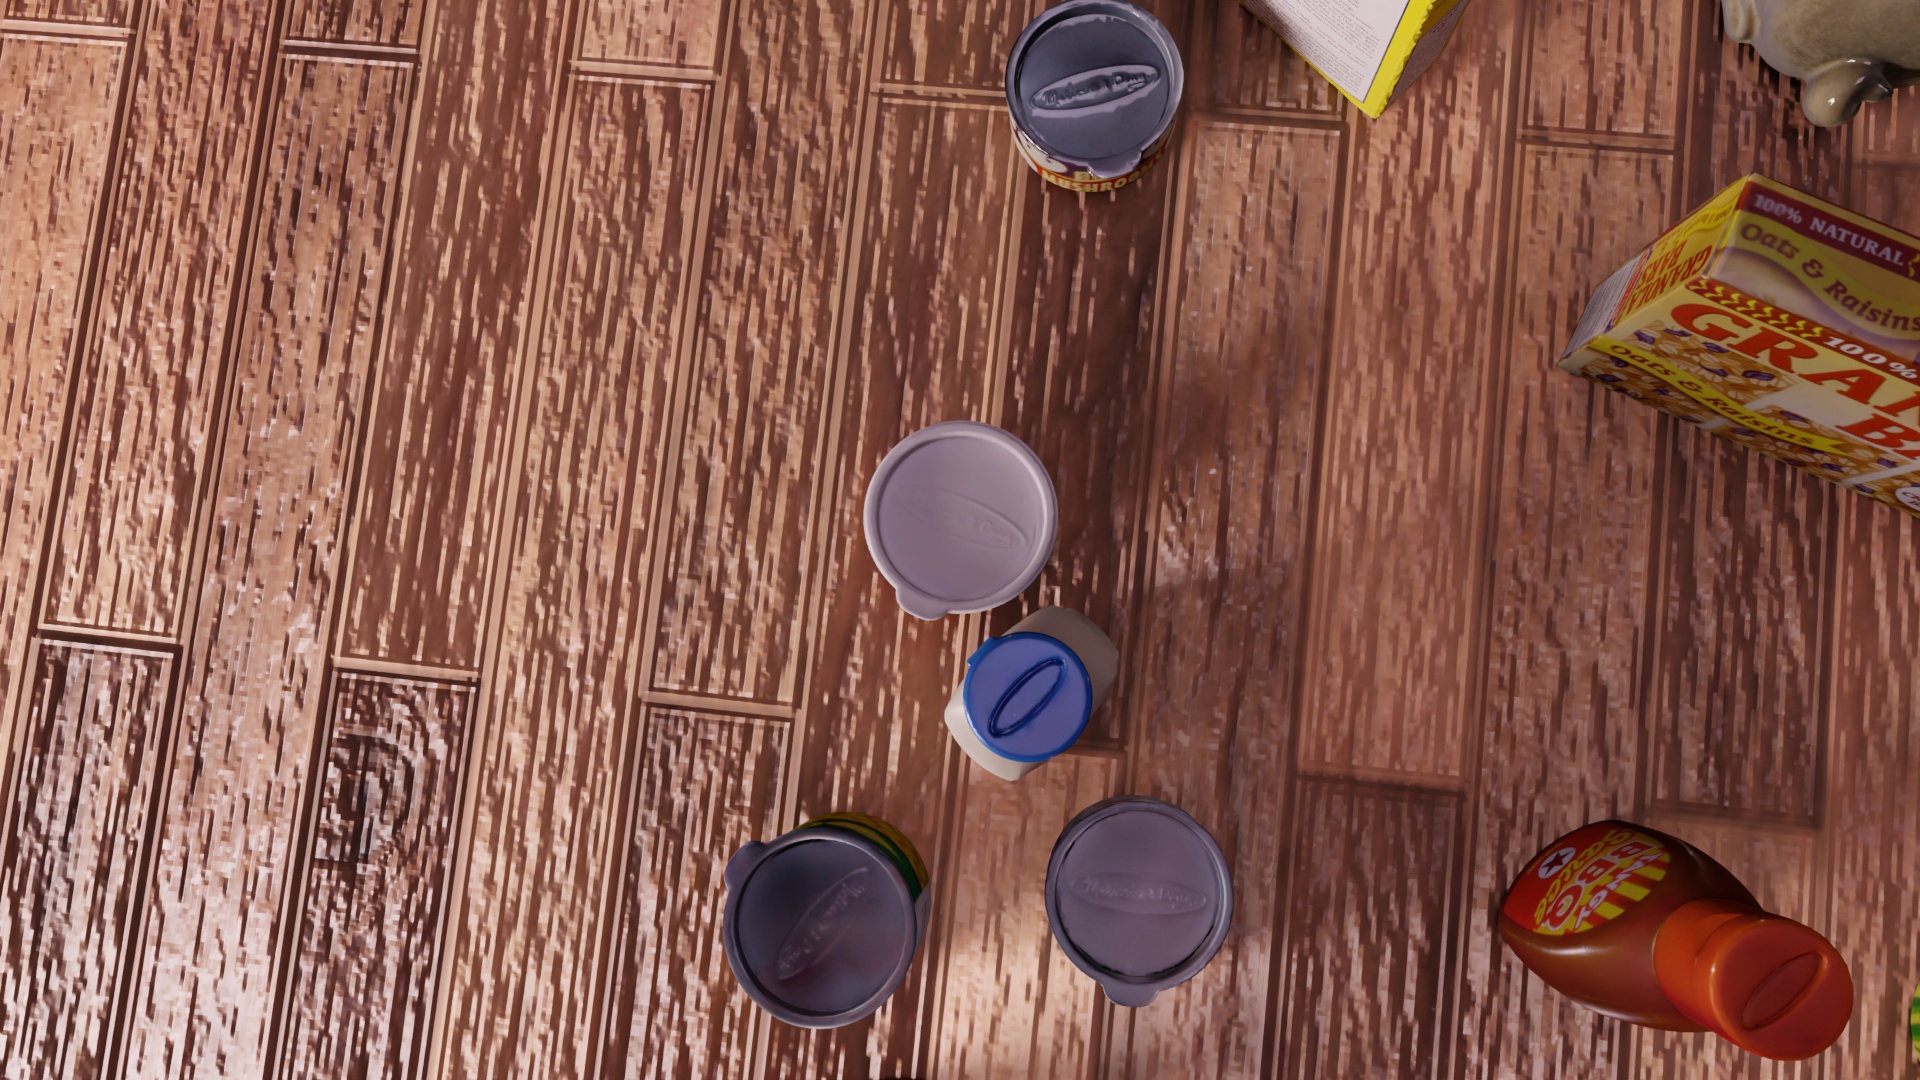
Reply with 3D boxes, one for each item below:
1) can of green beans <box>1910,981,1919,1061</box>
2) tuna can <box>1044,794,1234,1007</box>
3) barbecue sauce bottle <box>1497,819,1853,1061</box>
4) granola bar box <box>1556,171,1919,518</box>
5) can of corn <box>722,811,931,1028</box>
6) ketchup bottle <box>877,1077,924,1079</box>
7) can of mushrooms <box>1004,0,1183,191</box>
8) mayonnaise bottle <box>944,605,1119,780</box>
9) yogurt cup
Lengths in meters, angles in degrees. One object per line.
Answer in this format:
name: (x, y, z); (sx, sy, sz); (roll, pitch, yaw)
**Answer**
can of green beans: (0.365, 0.169, 0.461); (0.071, 0.058, 0.071); (0, 84, 4)
tuna can: (0.063, 0.128, 0.500); (0.071, 0.033, 0.071); (0, 84, 4)
barbecue sauce bottle: (0.218, 0.123, 0.431); (0.065, 0.148, 0.044); (-41, 83, 0)
granola bar box: (0.301, -0.054, 0.455); (0.166, 0.124, 0.039); (25, 87, 6)
can of corn: (-0.047, 0.131, 0.495); (0.071, 0.058, 0.071); (0, 84, 4)
ketchup bottle: (-0.028, 0.213, 0.440); (0.065, 0.148, 0.043); (-4, 85, 4)
can of mushrooms: (0.051, -0.167, 0.531); (0.071, 0.033, 0.071); (0, 84, 4)
mayonnaise bottle: (0.024, 0.050, 0.453); (0.041, 0.148, 0.065); (44, 89, 7)
yogurt cup: (0.002, -0.006, 0.508); (0.072, 0.054, 0.072); (0, 84, 4)
